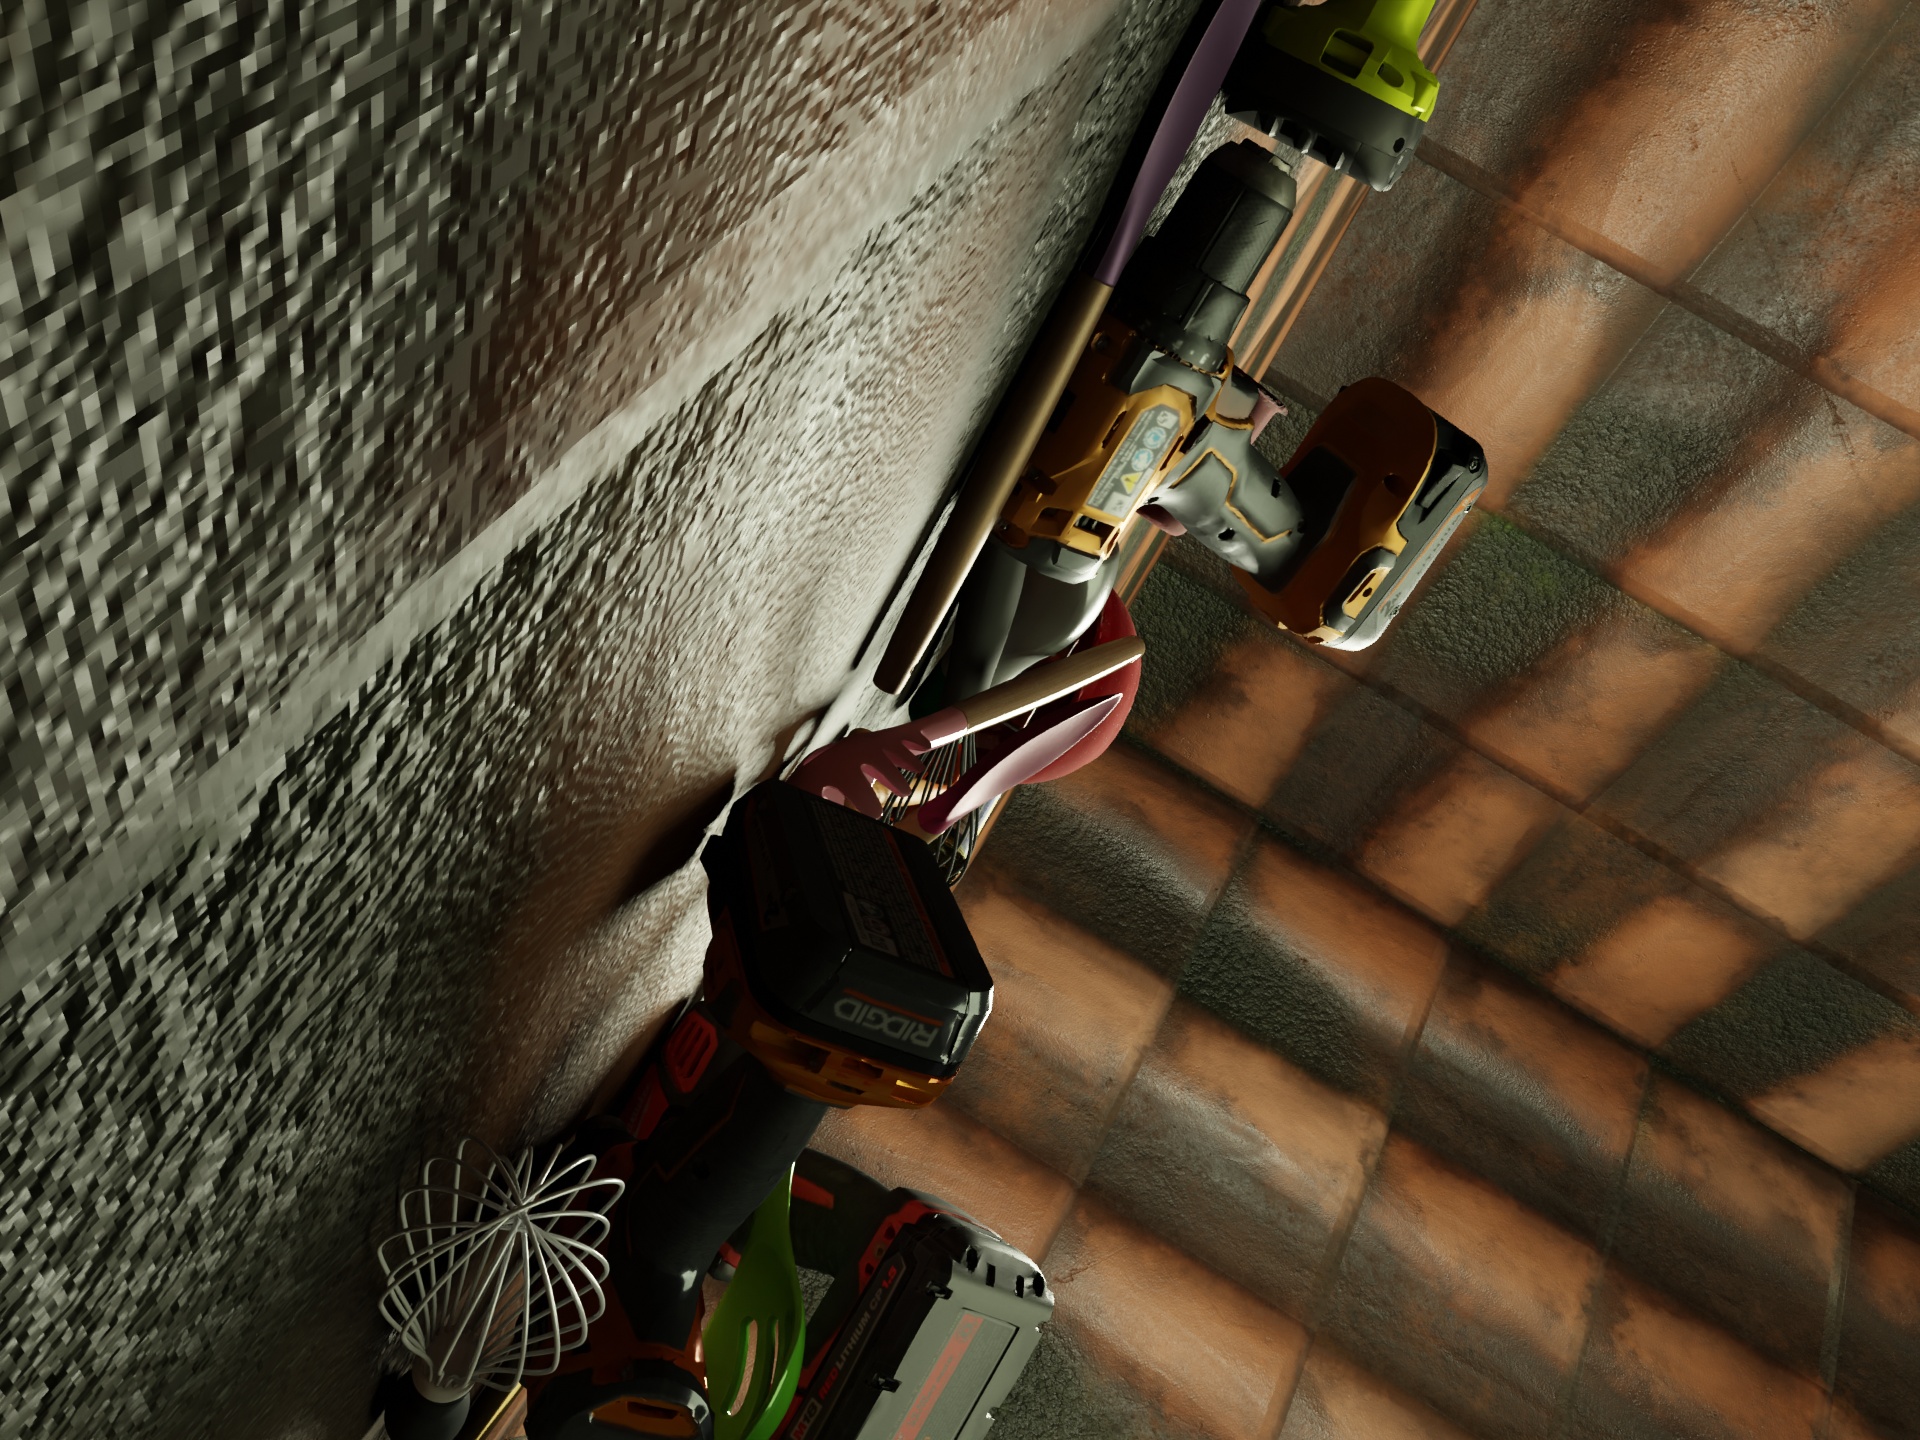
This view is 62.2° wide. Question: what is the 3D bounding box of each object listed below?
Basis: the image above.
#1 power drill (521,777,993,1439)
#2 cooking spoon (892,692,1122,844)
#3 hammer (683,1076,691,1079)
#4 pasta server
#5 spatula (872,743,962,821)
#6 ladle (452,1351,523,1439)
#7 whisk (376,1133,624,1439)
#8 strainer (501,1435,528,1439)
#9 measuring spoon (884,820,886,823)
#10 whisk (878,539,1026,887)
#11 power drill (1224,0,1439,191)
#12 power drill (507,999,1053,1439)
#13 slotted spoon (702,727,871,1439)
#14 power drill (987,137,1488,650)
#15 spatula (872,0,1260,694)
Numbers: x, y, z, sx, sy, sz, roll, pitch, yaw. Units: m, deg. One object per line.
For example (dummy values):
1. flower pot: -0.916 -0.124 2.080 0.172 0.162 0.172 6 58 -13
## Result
1. power drill: -0.089 0.138 0.568 0.226 0.084 0.164 -59 -154 15
2. cooking spoon: -0.024 0.052 0.715 0.069 0.017 0.319 -25 172 -35
3. hammer: -0.098 0.222 0.962 0.146 0.038 0.410 -57 164 -5
4. pasta server: 0.015 0.001 0.738 0.060 0.040 0.316 -37 172 34
5. spatula: -0.037 0.037 0.948 0.081 0.041 0.322 -57 171 3
6. ladle: -0.200 0.298 0.892 0.315 0.031 0.069 -54 167 -27
7. whisk: -0.164 0.202 0.517 0.070 0.070 0.284 -54 179 -41
8. strainer: -0.243 0.410 0.891 0.151 0.069 0.256 -50 -175 44
9. measuring spoon: -0.069 0.105 1.127 0.021 0.011 0.116 -55 170 -42
10. whisk: -0.002 -0.002 0.793 0.055 0.055 0.238 -51 160 -55
11. power drill: 0.206 -0.349 0.670 0.228 0.080 0.190 -63 173 25
12. power drill: -0.091 0.241 0.667 0.080 0.227 0.188 39 79 -44
13. slotted spoon: -0.064 0.137 0.640 0.070 0.031 0.314 -27 -137 44
14. power drill: 0.132 -0.131 0.691 0.226 0.084 0.185 13 118 -39
15. spatula: 0.039 -0.143 0.598 0.315 0.018 0.060 -61 172 21
